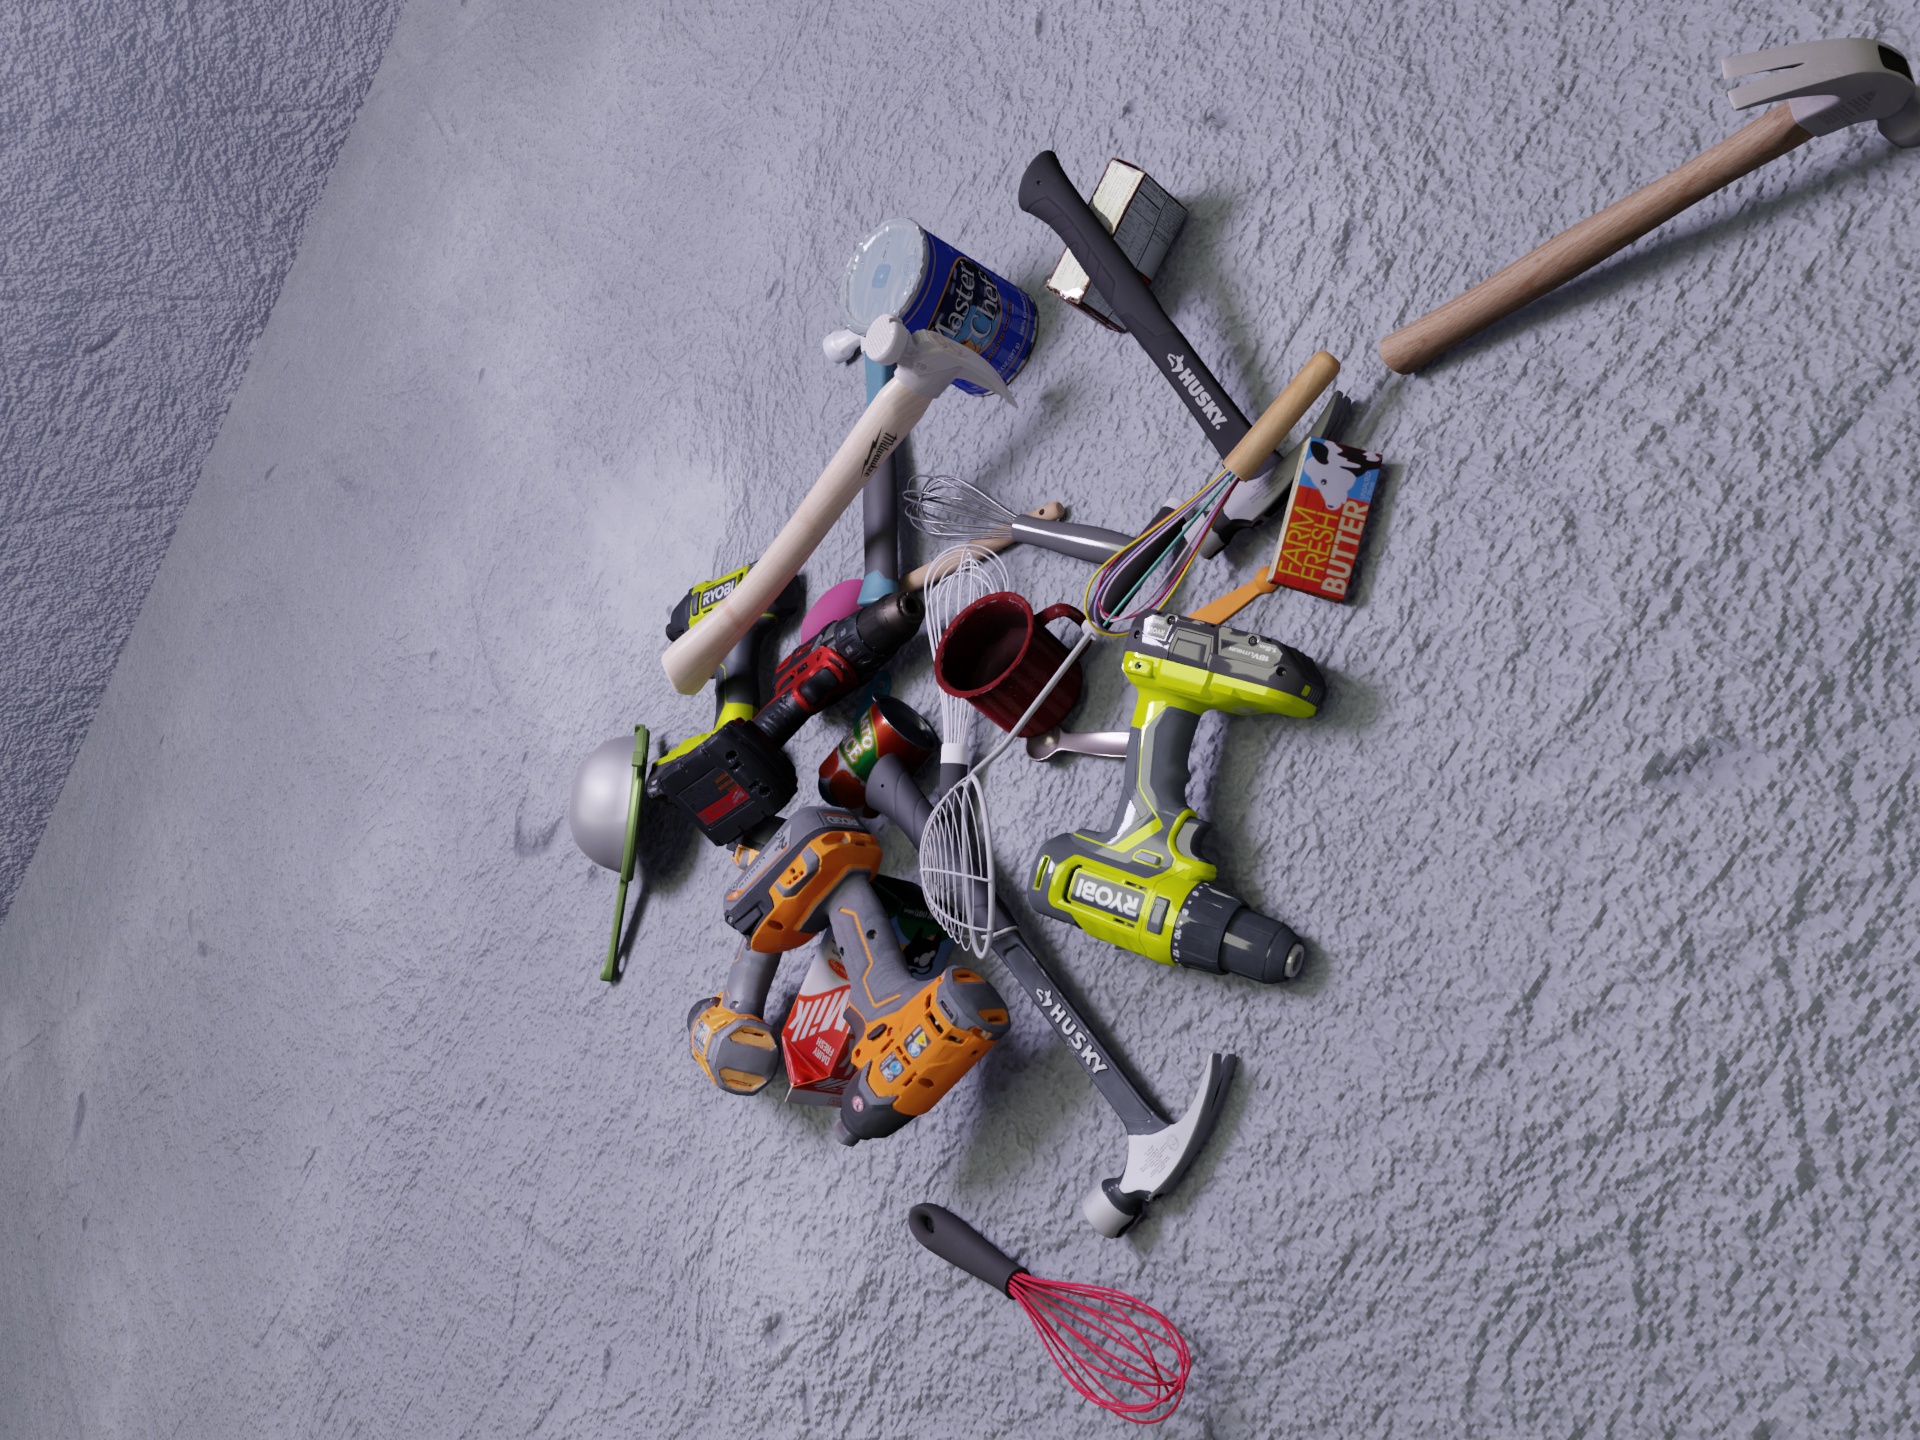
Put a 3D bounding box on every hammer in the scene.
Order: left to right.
[{"bbox_3d":[-0.123,-0.163,1.363,0.410,0.146,0.038,-47,48,28],"label":"hammer"},{"bbox_3d":[-0.074,-0.242,1.439,0.128,0.033,0.331,-24,57,38],"label":"hammer"},{"bbox_3d":[0.042,0.166,1.165,0.149,0.036,0.409,-52,53,17],"label":"hammer"},{"bbox_3d":[0.145,-0.291,1.165,0.146,0.035,0.335,-39,71,22],"label":"hammer"},{"bbox_3d":[0.391,-0.296,0.956,0.331,0.130,0.031,-27,63,47],"label":"hammer"}]

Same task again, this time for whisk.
[{"bbox_3d":[-0.001,-0.004,1.285,0.070,0.070,0.285,-4,79,45],"label":"whisk"},{"bbox_3d":[0.049,-0.156,1.268,0.239,0.055,0.055,18,90,33],"label":"whisk"},{"bbox_3d":[0.052,0.395,1.096,0.296,0.073,0.073,12,85,53],"label":"whisk"},{"bbox_3d":[0.171,-0.156,1.096,0.047,0.051,0.245,43,101,15],"label":"whisk"}]

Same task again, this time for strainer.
[{"bbox_3d":[-0.351,0.130,1.550,0.151,0.069,0.256,-133,52,-75],"label":"strainer"}]

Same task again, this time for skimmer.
[{"bbox_3d":[0.084,-0.001,1.148,0.363,0.090,0.127,-53,-1,-13],"label":"skimmer"}]

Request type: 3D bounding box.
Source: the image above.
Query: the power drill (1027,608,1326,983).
[{"bbox_3d":[0.162,0.054,1.072,0.191,0.080,0.228,17,90,31],"label":"power drill"}]

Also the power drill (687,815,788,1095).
[{"bbox_3d":[-0.179,0.193,1.362,0.185,0.084,0.226,179,107,-71],"label":"power drill"}]

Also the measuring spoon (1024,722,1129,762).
[{"bbox_3d":[0.102,0.021,1.201,0.124,0.018,0.034,2,64,39],"label":"measuring spoon"}]

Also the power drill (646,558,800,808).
[{"bbox_3d":[-0.231,-0.030,1.512,0.171,0.080,0.223,-18,61,41],"label":"power drill"}]

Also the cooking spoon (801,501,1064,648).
[{"bbox_3d":[-0.033,-0.124,1.381,0.319,0.017,0.069,-22,57,40],"label":"cooking spoon"}]

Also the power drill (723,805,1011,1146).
[{"bbox_3d":[-0.081,0.193,1.180,0.164,0.084,0.227,-49,61,19],"label":"power drill"}]

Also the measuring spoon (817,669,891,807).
[{"bbox_3d":[-0.086,0.017,1.390,0.042,0.021,0.129,19,81,13],"label":"measuring spoon"}]

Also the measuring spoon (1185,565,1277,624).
[{"bbox_3d":[0.182,-0.079,1.152,0.117,0.011,0.021,-33,55,34],"label":"measuring spoon"}]

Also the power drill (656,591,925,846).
[{"bbox_3d":[-0.131,-0.013,1.319,0.188,0.080,0.227,-31,15,46],"label":"power drill"}]
